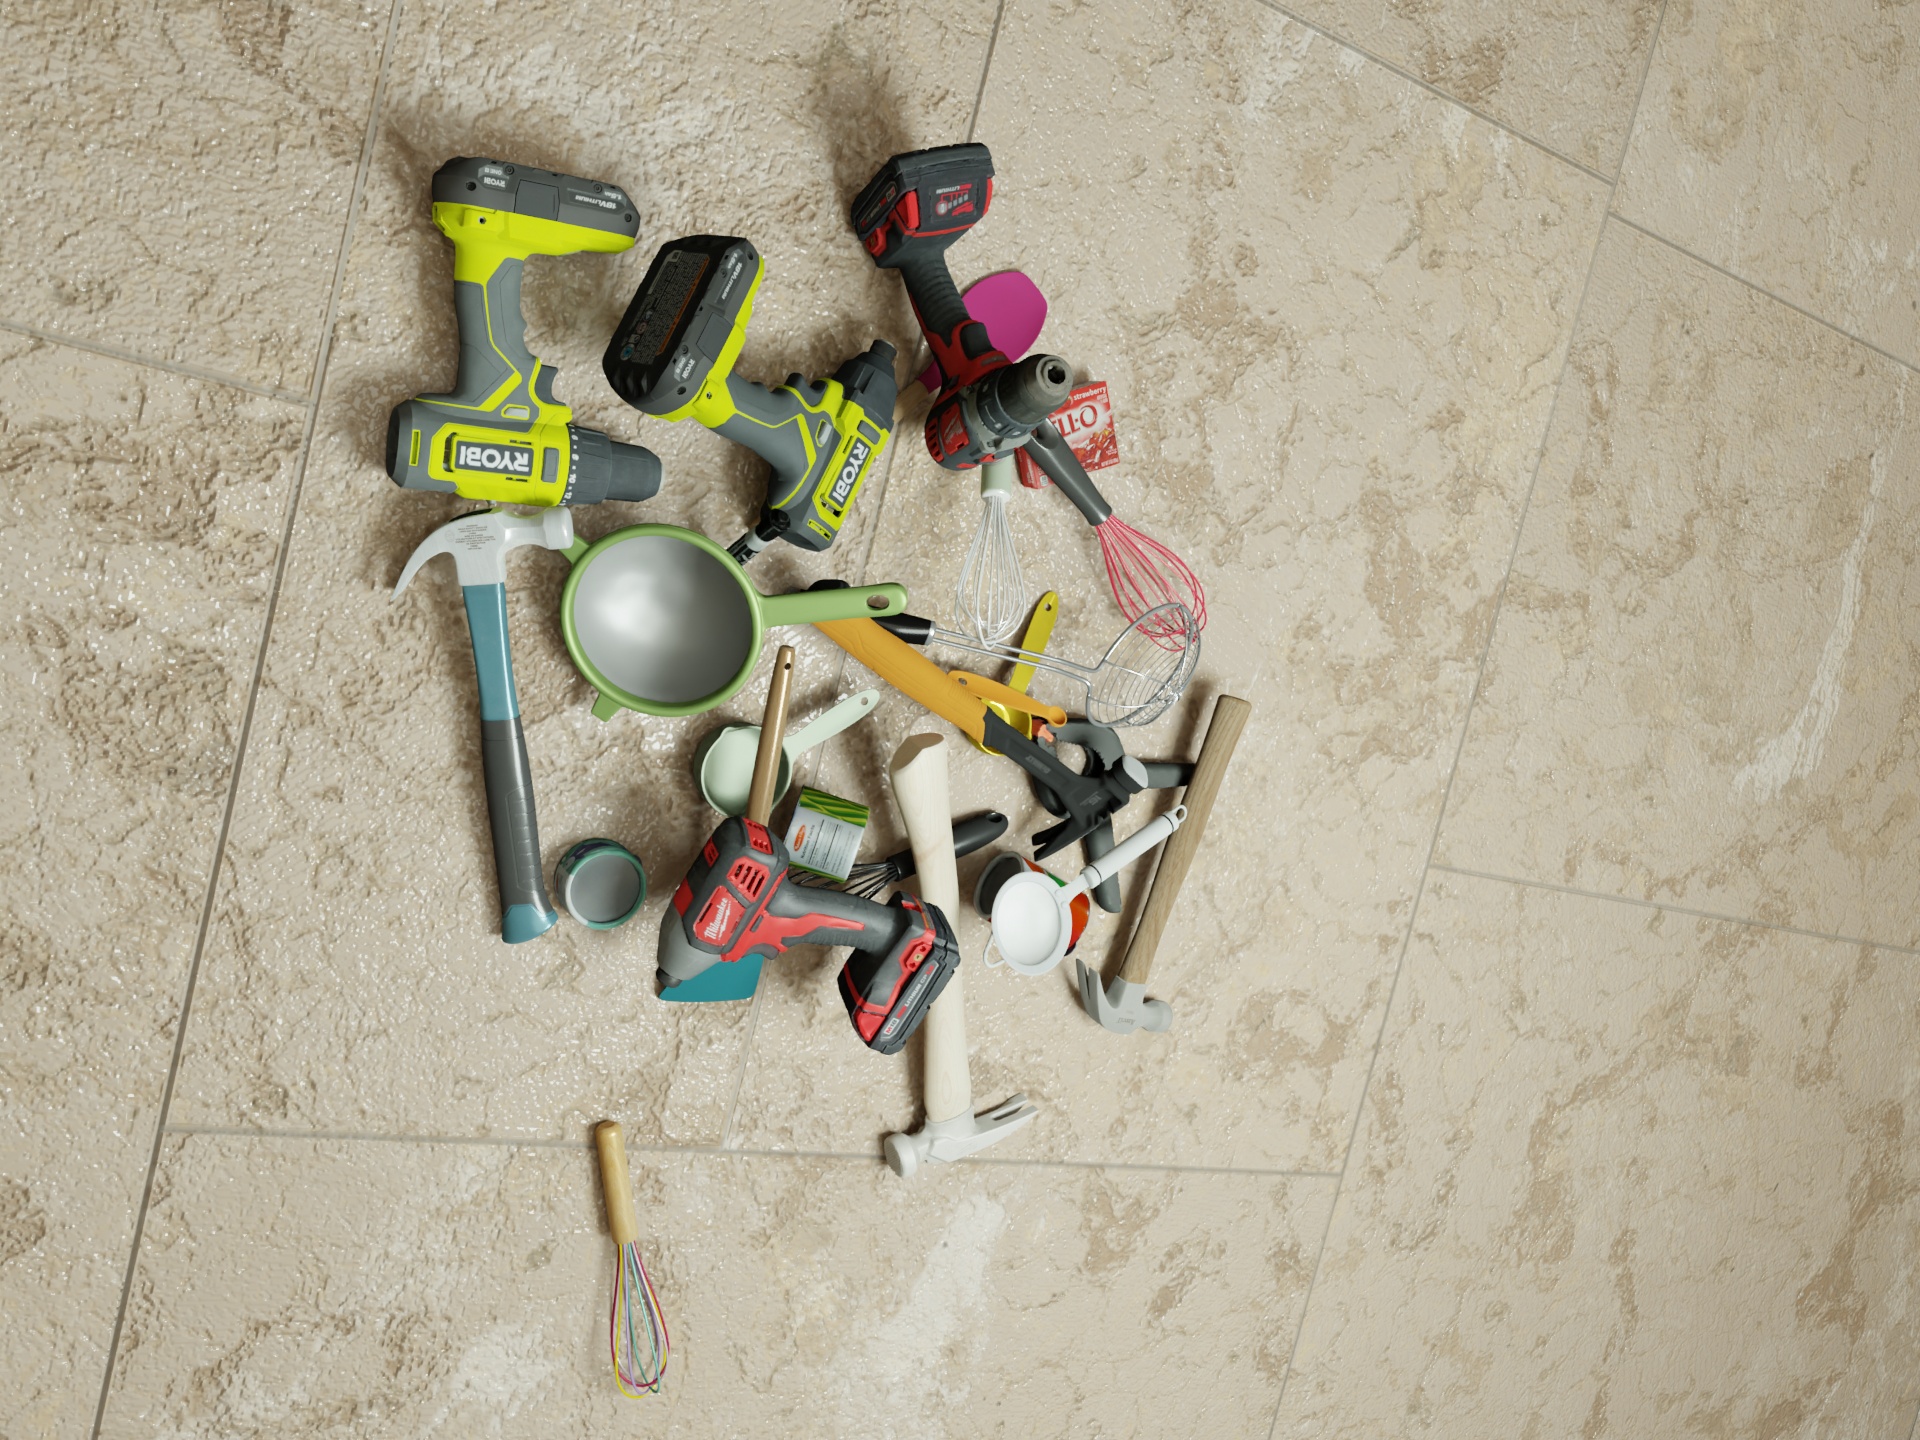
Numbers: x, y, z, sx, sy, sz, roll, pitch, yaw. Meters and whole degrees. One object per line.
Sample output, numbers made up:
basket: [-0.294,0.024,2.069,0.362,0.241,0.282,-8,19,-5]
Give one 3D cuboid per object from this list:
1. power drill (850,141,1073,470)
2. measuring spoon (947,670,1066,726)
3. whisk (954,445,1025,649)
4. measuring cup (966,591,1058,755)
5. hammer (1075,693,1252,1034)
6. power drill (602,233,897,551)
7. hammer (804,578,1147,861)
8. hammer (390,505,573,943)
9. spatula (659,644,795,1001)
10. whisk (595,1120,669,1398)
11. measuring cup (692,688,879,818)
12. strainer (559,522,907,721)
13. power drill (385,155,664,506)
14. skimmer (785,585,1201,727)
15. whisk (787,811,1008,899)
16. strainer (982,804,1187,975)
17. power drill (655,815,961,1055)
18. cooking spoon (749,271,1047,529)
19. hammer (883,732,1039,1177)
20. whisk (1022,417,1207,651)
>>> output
power drill: [0.006,-0.309,1.189,0.080,0.188,0.226,-18,92,-23]
measuring spoon: [0.039,-0.018,1.357,0.116,0.011,0.021,20,54,-21]
whisk: [0.027,-0.174,1.285,0.059,0.058,0.246,46,44,-64]
measuring cup: [0.049,-0.042,1.386,0.062,0.029,0.156,29,74,-22]
hammer: [0.195,0.134,1.466,0.130,0.031,0.331,13,99,-42]
power drill: [-0.138,-0.247,1.164,0.223,0.080,0.171,35,77,-49]
hammer: [-0.002,-0.004,1.306,0.336,0.034,0.127,37,119,-27]
hammer: [-0.333,0.010,1.162,0.128,0.033,0.331,-3,109,-4]
spatula: [-0.169,0.090,1.253,0.082,0.044,0.317,4,107,-28]
whisk: [-0.273,0.445,1.302,0.047,0.051,0.245,-10,103,-21]
measuring cup: [-0.141,0.016,1.284,0.167,0.038,0.083,-32,114,-21]
strainer: [-0.166,-0.088,1.187,0.256,0.069,0.151,-5,114,3]
power drill: [-0.294,-0.263,1.119,0.190,0.080,0.228,3,102,-29]
skimmer: [0.031,-0.073,1.332,0.363,0.090,0.127,13,122,-12]
whisk: [-0.058,0.125,1.350,0.239,0.055,0.055,-21,110,-29]
strainer: [0.105,0.140,1.367,0.258,0.050,0.087,-31,102,-28]
power drill: [-0.123,0.172,1.232,0.219,0.079,0.143,26,105,-27]
cooking spoon: [-0.050,-0.253,1.285,0.319,0.017,0.068,-43,103,-14]
hammer: [-0.008,0.200,1.361,0.146,0.038,0.410,-16,117,-26]
whisk: [0.130,-0.161,1.360,0.073,0.073,0.295,-50,125,-10]
